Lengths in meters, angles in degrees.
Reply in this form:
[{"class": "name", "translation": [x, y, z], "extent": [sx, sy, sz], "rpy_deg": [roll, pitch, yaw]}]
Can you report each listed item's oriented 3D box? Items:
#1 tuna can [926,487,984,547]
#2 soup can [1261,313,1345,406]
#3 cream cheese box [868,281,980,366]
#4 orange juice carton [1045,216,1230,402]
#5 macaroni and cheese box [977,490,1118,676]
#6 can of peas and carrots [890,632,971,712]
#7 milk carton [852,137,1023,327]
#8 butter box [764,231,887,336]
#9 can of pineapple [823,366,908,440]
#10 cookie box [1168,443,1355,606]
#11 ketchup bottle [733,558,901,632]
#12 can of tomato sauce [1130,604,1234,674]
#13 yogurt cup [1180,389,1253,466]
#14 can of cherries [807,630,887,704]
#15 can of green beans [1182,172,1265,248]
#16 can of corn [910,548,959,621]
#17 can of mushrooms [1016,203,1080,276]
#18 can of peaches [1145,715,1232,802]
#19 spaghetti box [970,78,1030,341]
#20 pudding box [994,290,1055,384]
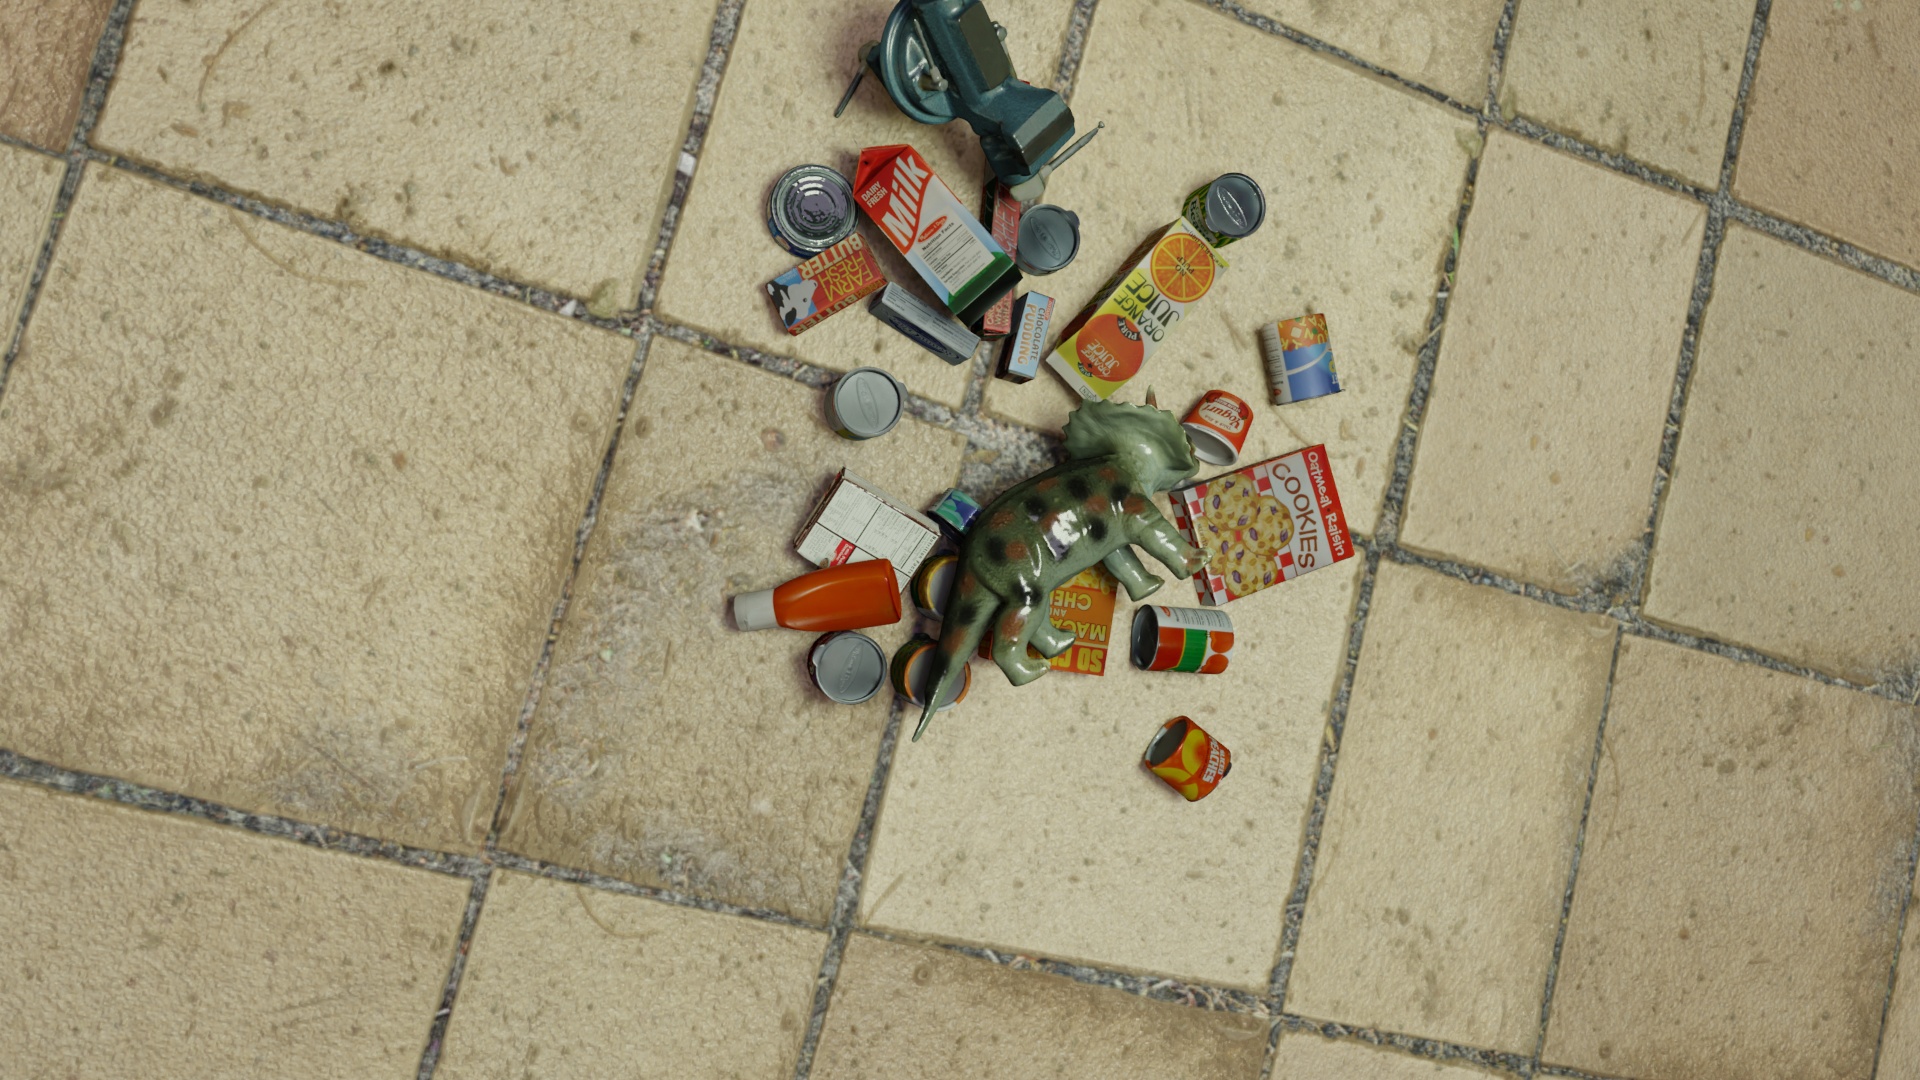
[{"class": "tuna can", "translation": [0.005, -0.017, 1.325], "extent": [0.071, 0.071, 0.033], "rpy_deg": [43, 79, -12]}, {"class": "soup can", "translation": [0.351, -0.186, 1.424], "extent": [0.071, 0.071, 0.083], "rpy_deg": [-13, 93, -15]}, {"class": "cream cheese box", "translation": [-0.035, -0.205, 1.323], "extent": [0.104, 0.053, 0.024], "rpy_deg": [31, 81, -14]}, {"class": "orange juice carton", "translation": [0.169, -0.222, 1.370], "extent": [0.072, 0.073, 0.193], "rpy_deg": [43, 80, -12]}, {"class": "macaroni and cheese box", "translation": [0.092, 0.042, 1.364], "extent": [0.124, 0.040, 0.166], "rpy_deg": [10, 86, -16]}, {"class": "can of peas and carrots", "translation": [-0.028, 0.125, 1.320], "extent": [0.071, 0.058, 0.071], "rpy_deg": [0, 90, -16]}, {"class": "milk carton", "translation": [-0.032, -0.296, 1.292], "extent": [0.073, 0.072, 0.190], "rpy_deg": [-41, 83, 7]}, {"class": "butter box", "translation": [-0.125, -0.238, 1.288], "extent": [0.103, 0.024, 0.053], "rpy_deg": [-28, 78, 7]}, {"class": "can of pineapple", "translation": [-0.090, -0.128, 1.305], "extent": [0.071, 0.058, 0.071], "rpy_deg": [0, 90, -16]}, {"class": "cookie box", "translation": [0.311, -0.017, 1.425], "extent": [0.168, 0.040, 0.123], "rpy_deg": [-18, 94, -15]}, {"class": "ketchup bottle", "translation": [-0.132, 0.056, 1.276], "extent": [0.149, 0.044, 0.064], "rpy_deg": [-9, 127, 6]}, {"class": "can of tomato sauce", "translation": [0.221, 0.101, 1.387], "extent": [0.083, 0.071, 0.071], "rpy_deg": [5, 89, -16]}, {"class": "yogurt cup", "translation": [0.260, -0.115, 1.401], "extent": [0.072, 0.072, 0.054], "rpy_deg": [36, 73, -13]}, {"class": "can of cherries", "translation": [-0.109, 0.115, 1.298], "extent": [0.071, 0.058, 0.071], "rpy_deg": [0, 91, -15]}, {"class": "can of green beans", "translation": [0.266, -0.333, 1.406], "extent": [0.071, 0.058, 0.071], "rpy_deg": [0, 90, -16]}, {"class": "can of corn", "translation": [-0.009, 0.044, 1.326], "extent": [0.071, 0.058, 0.071], "rpy_deg": [0, 90, -16]}, {"class": "can of mushrooms", "translation": [0.084, -0.296, 1.367], "extent": [0.071, 0.033, 0.071], "rpy_deg": [0, 89, -15]}, {"class": "can of peaches", "translation": [0.228, 0.216, 1.385], "extent": [0.058, 0.071, 0.071], "rpy_deg": [39, 80, -11]}, {"class": "spaghetti box", "translation": [0.038, -0.318, 1.346], "extent": [0.029, 0.050, 0.250], "rpy_deg": [5, 89, -14]}, {"class": "pudding box", "translation": [0.062, -0.196, 1.352], "extent": [0.030, 0.049, 0.084], "rpy_deg": [17, 85, -13]}]
